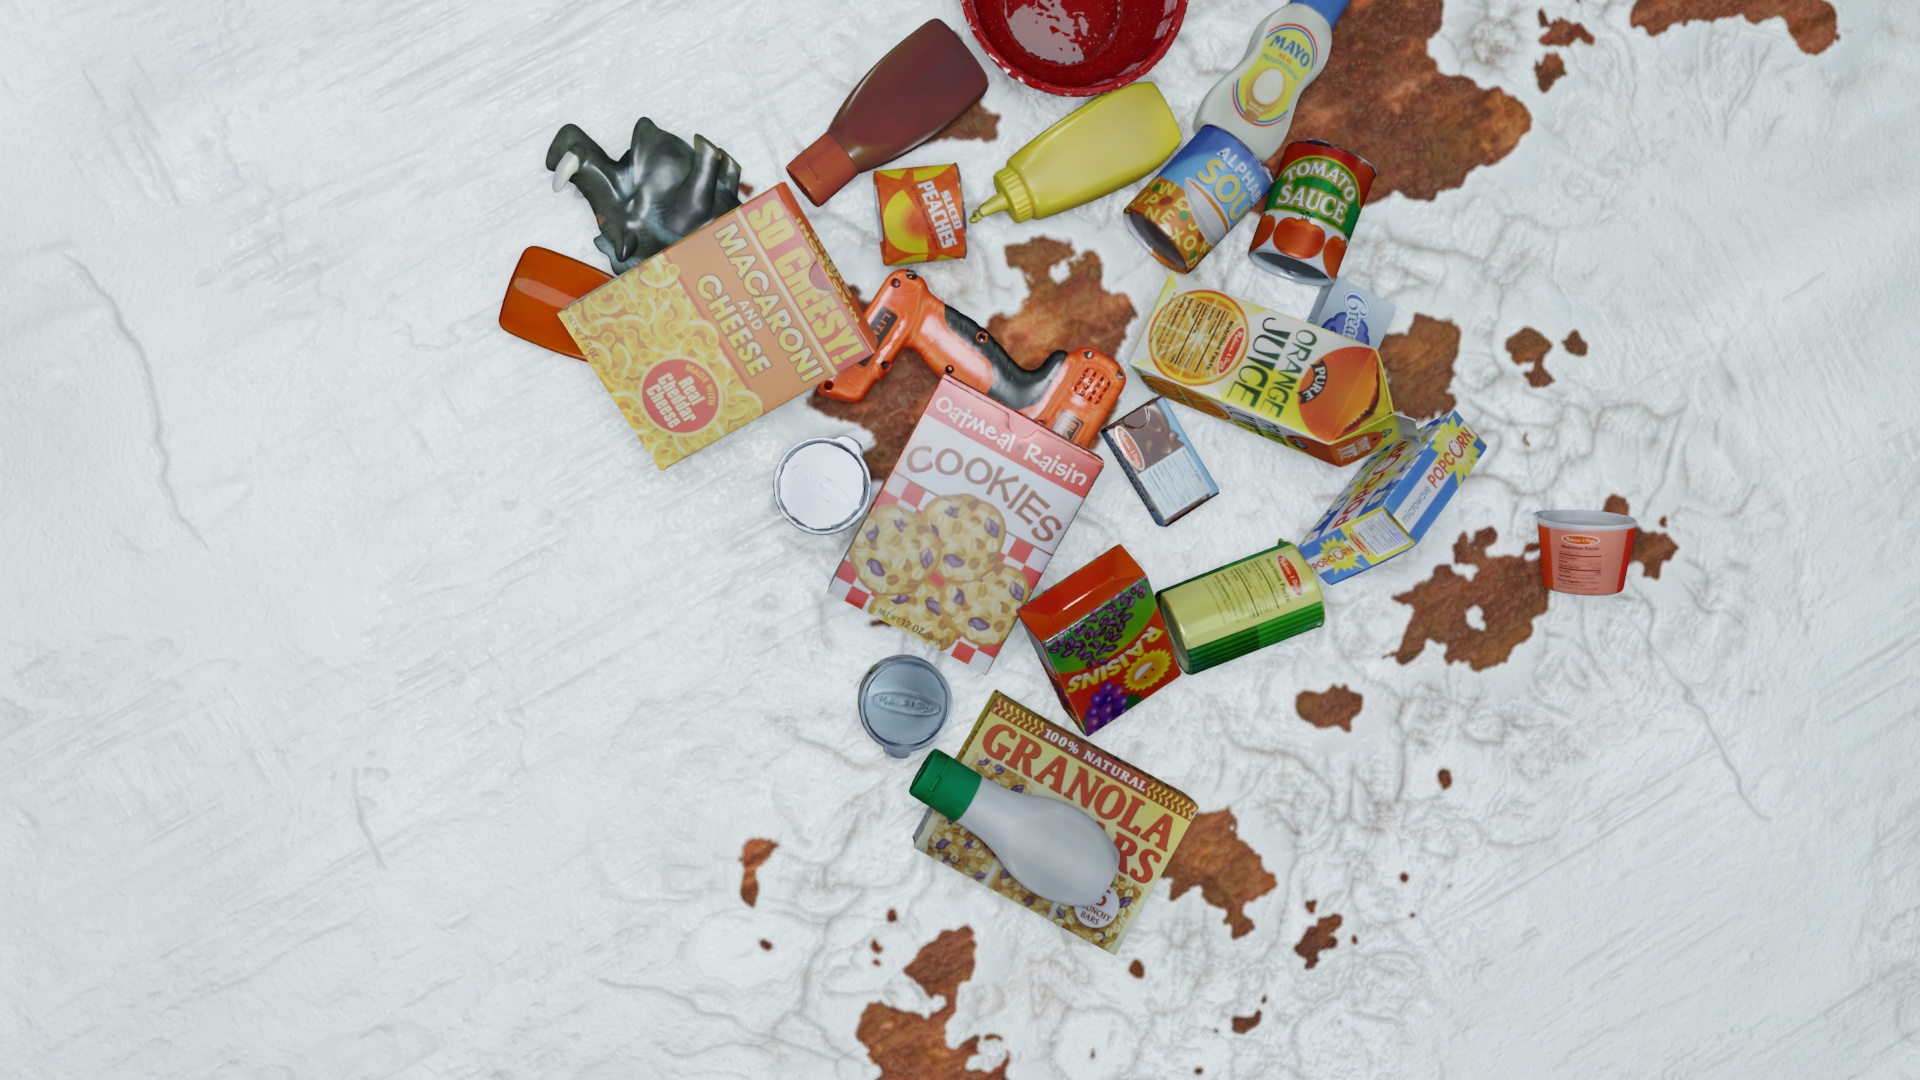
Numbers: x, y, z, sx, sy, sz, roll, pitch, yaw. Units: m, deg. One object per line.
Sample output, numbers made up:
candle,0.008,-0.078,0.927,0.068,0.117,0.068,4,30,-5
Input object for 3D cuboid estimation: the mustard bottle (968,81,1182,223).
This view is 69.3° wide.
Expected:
mustard bottle,0.074,-0.264,0.978,0.160,0.049,0.065,-28,96,-4

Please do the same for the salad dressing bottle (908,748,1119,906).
salad dressing bottle,0.036,0.194,0.949,0.147,0.044,0.064,32,91,-4

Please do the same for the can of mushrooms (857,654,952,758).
can of mushrooms,-0.040,0.117,0.984,0.071,0.033,0.071,0,92,-7

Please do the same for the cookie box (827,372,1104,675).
cookie box,0.003,-0.012,0.935,0.123,0.040,0.167,28,100,-6

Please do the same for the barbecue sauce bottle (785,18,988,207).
barbecue sauce bottle,-0.054,-0.293,0.966,0.148,0.043,0.065,-41,95,-3

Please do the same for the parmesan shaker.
parmesan shaker,0.197,0.047,0.992,0.103,0.071,0.071,-20,94,-4

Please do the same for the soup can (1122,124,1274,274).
soup can,0.167,-0.239,0.977,0.071,0.071,0.084,44,88,-6

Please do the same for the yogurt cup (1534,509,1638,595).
yogurt cup,0.458,0.009,1.020,0.072,0.072,0.053,-2,100,-6

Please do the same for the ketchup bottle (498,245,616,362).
ketchup bottle,-0.234,-0.146,0.951,0.149,0.043,0.064,21,96,-6

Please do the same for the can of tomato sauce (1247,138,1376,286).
can of tomato sauce,0.249,-0.232,0.987,0.071,0.071,0.083,21,90,-6

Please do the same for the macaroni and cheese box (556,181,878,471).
macaroni and cheese box,-0.156,-0.138,0.907,0.166,0.040,0.123,-27,108,10

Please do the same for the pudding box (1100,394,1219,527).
pudding box,0.144,-0.057,1.000,0.050,0.030,0.083,-32,94,-3

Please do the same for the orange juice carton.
orange juice carton,0.220,-0.109,0.946,0.193,0.072,0.073,26,89,22

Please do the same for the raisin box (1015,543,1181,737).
raisin box,0.097,0.071,0.959,0.086,0.040,0.123,-33,137,-6

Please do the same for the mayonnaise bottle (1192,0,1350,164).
mayonnaise bottle,0.230,-0.344,0.996,0.065,0.041,0.148,33,89,-4

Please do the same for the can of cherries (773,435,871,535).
can of cherries,-0.093,-0.039,0.961,0.071,0.058,0.071,0,91,-5

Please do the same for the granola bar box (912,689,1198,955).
granola bar box,0.067,0.201,0.994,0.165,0.039,0.124,29,89,-6

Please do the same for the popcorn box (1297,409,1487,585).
popcorn box,0.300,-0.029,0.964,0.038,0.085,0.127,49,55,-3

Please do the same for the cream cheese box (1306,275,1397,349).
cream cheese box,0.272,-0.135,1.015,0.053,0.024,0.104,24,89,-8

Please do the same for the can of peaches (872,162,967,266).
can of peaches,-0.028,-0.224,0.957,0.058,0.071,0.071,-7,93,-5
